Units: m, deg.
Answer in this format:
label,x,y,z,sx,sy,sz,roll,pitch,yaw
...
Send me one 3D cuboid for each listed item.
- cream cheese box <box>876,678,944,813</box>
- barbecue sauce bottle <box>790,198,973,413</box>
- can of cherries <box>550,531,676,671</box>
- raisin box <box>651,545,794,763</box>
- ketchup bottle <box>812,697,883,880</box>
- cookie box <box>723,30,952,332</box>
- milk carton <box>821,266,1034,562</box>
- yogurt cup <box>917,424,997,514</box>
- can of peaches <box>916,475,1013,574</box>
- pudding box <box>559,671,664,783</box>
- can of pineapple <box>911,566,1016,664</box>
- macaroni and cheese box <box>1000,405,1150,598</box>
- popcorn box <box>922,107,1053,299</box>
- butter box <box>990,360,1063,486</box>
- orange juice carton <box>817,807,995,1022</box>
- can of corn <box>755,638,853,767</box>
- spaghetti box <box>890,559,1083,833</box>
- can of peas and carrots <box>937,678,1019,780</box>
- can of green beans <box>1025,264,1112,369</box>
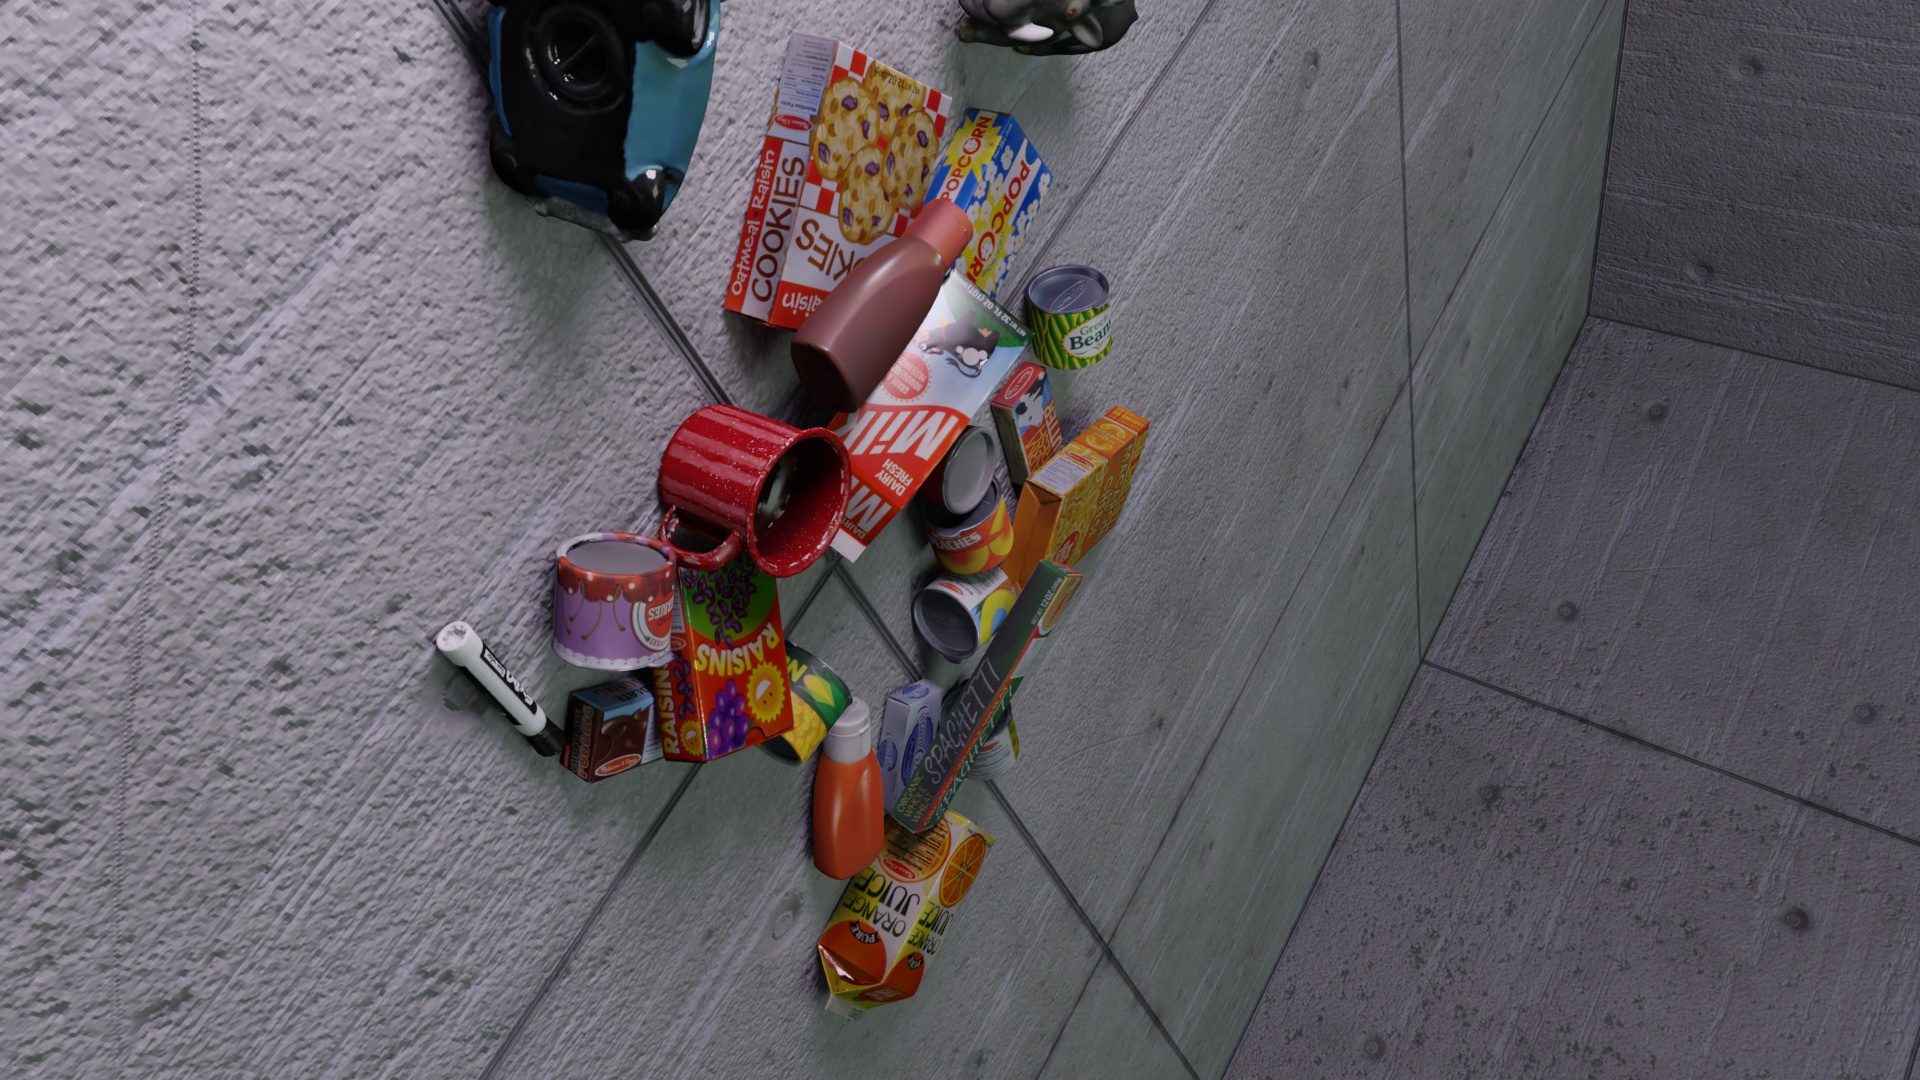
label,x,y,z,sx,sy,sz,roll,pitch,yaw
cream cheese box,-0.045,0.171,1.161,0.053,0.024,0.103,-21,126,-55
barbecue sauce bottle,-0.044,-0.149,0.852,0.149,0.044,0.064,-55,149,-26
can of cherries,-0.191,0.033,0.779,0.072,0.071,0.058,-20,125,-53
raisin box,-0.149,0.067,0.861,0.086,0.040,0.123,-15,100,-57
ketchup bottle,-0.087,0.191,1.082,0.065,0.043,0.148,-36,137,-46
cookie box,-0.073,-0.208,0.853,0.123,0.040,0.167,0,108,-59
milk carton,-0.041,-0.080,0.916,0.191,0.072,0.073,-54,-171,-12
yogurt cup,-0.012,-0.059,1.037,0.073,0.054,0.072,-38,138,-43
can of peaches,0.004,-0.014,1.080,0.071,0.071,0.057,-53,148,-26
pudding box,-0.202,0.112,0.853,0.084,0.030,0.049,-13,120,-56
can of pineapple,0.003,0.055,1.124,0.058,0.071,0.070,-39,139,-42
macaroni and cheese box,0.101,-0.032,1.227,0.167,0.040,0.123,-39,152,-46
popcorn box,0.011,-0.228,0.984,0.127,0.038,0.085,-65,149,-7
butter box,0.057,-0.095,1.161,0.053,0.024,0.103,-52,146,-26
orange juice carton,-0.054,0.319,1.190,0.193,0.073,0.071,-61,150,-14
can of corn,-0.119,0.112,0.958,0.058,0.071,0.070,-52,147,-27
spaghetti box,0.021,0.128,1.134,0.249,0.029,0.050,-60,161,7
can of peas and carrots,0.016,0.166,1.220,0.071,0.071,0.058,-50,146,-30
can of green beans,0.088,-0.179,1.115,0.071,0.071,0.057,-48,145,-32
